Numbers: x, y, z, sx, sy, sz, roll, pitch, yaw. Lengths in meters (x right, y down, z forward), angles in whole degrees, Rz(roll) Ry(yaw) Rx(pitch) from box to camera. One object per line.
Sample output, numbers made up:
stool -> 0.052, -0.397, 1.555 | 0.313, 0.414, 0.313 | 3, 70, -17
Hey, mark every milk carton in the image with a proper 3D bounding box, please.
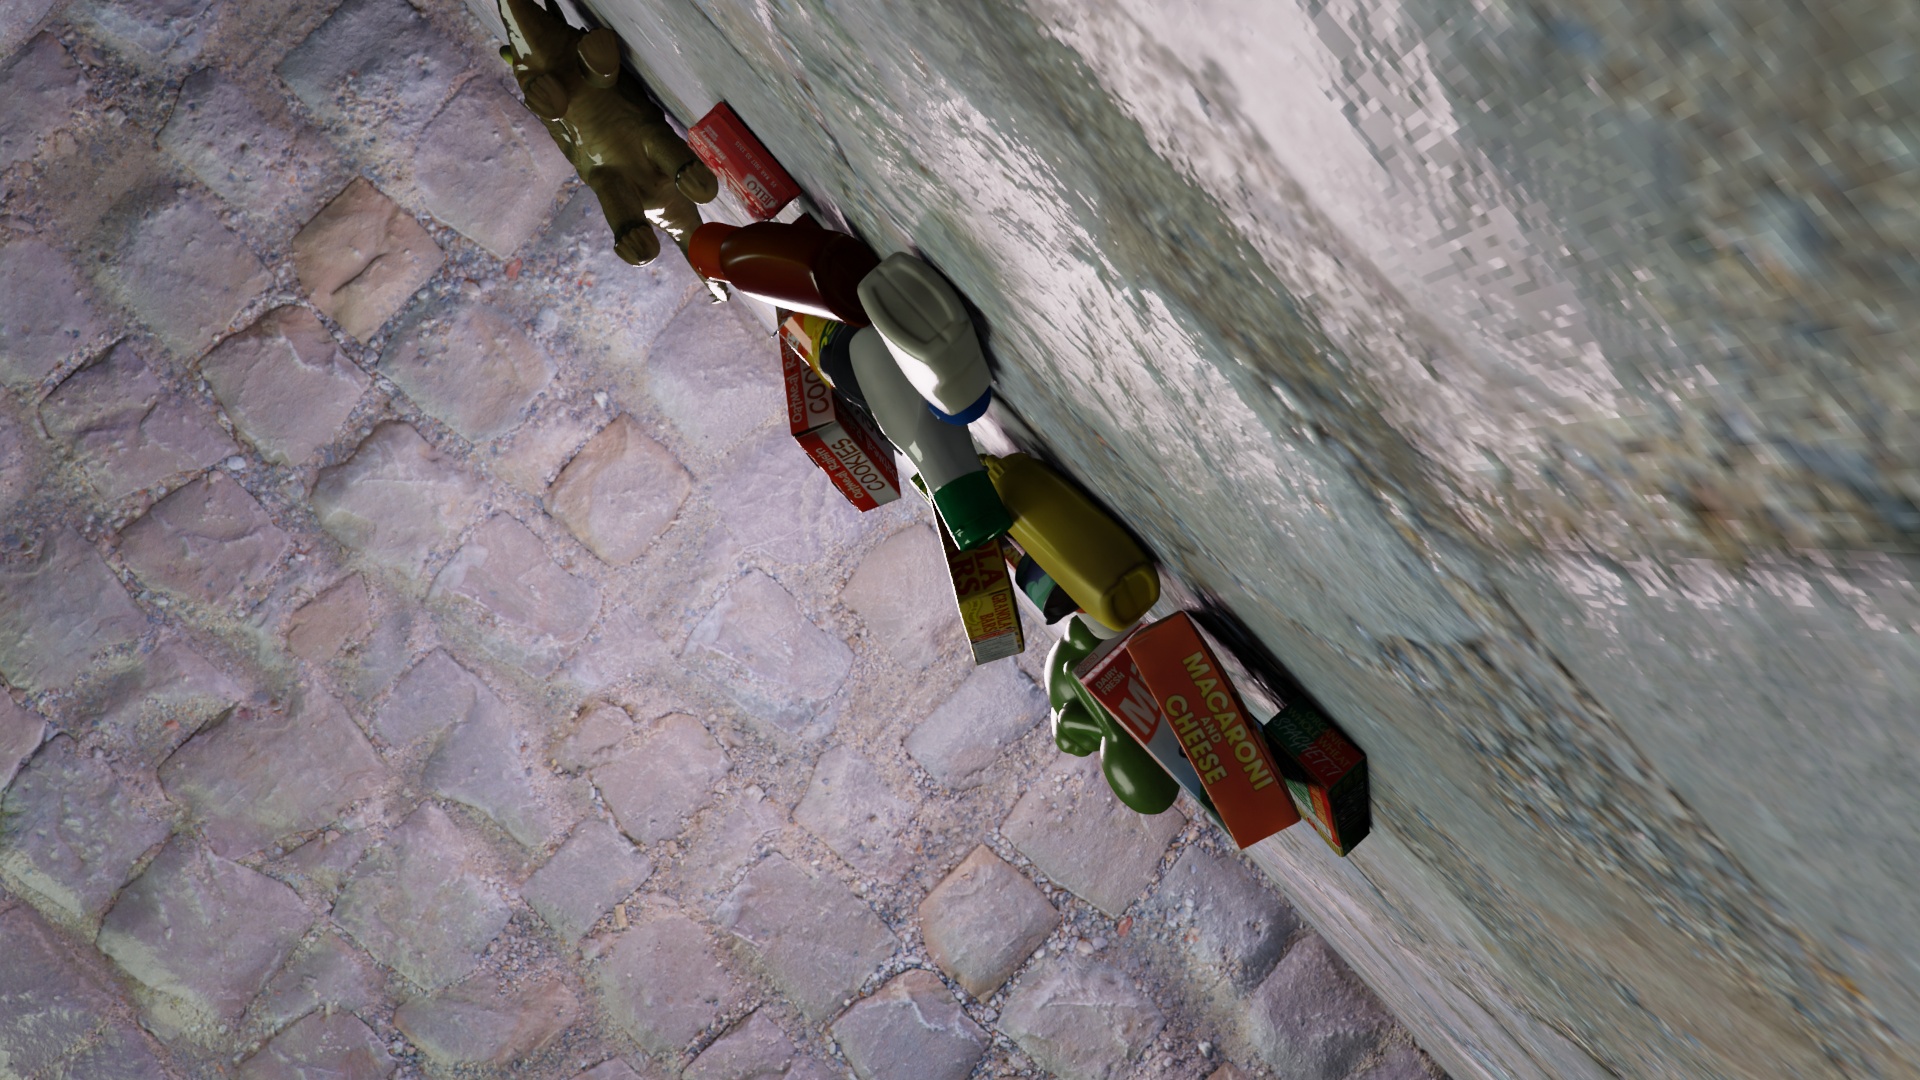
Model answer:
milk carton -> 0.165, 0.134, 1.067 | 0.191, 0.072, 0.073 | 46, 178, 41

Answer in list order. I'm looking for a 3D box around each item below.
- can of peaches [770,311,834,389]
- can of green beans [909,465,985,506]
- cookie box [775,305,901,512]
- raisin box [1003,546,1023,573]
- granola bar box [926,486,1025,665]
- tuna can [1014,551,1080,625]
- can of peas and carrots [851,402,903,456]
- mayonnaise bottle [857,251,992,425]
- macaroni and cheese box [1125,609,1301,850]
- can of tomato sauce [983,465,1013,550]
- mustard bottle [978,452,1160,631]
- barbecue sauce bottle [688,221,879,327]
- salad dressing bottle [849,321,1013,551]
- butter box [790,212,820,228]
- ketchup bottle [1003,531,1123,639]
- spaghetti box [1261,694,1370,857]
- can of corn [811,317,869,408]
can of peaches -> -0.089, -0.147, 0.982 | 0.058, 0.071, 0.071 | 47, 178, -9
can of green beans -> -0.004, -0.050, 1.258 | 0.071, 0.058, 0.071 | 47, 178, 3
cookie box -> -0.099, -0.122, 1.100 | 0.122, 0.040, 0.168 | 51, -156, -55
raisin box -> 0.064, 0.015, 1.372 | 0.123, 0.040, 0.086 | 48, 177, 22
granola bar box -> 0.003, -0.012, 0.963 | 0.123, 0.039, 0.166 | 75, 180, -65
tuna can -> 0.068, 0.019, 0.908 | 0.033, 0.071, 0.071 | 48, 178, 26
can of peas and carrots -> -0.046, -0.107, 1.026 | 0.071, 0.059, 0.071 | 48, 177, 3
mayonnaise bottle -> -0.012, -0.099, 0.740 | 0.065, 0.041, 0.148 | 48, 179, 15
macaroni and cheese box -> 0.142, 0.101, 0.795 | 0.124, 0.040, 0.166 | 61, -175, 6
can of tomato sauce -> 0.021, -0.024, 1.096 | 0.071, 0.071, 0.083 | 48, 178, -4
mustard bottle -> 0.056, -0.013, 0.851 | 0.161, 0.049, 0.065 | 47, 172, 36
barbecue sauce bottle -> -0.112, -0.169, 0.853 | 0.148, 0.044, 0.064 | 21, 163, 43
salad dressing bottle -> -0.017, -0.066, 0.841 | 0.064, 0.044, 0.148 | -39, 74, 50
butter box -> -0.121, -0.196, 0.963 | 0.024, 0.053, 0.103 | 50, 177, -10
ketchup bottle -> 0.081, 0.019, 1.038 | 0.148, 0.043, 0.065 | 48, -178, -38
spaghetti box -> 0.218, 0.147, 0.835 | 0.050, 0.029, 0.249 | 47, 178, 26
can of corn -> -0.063, -0.124, 0.905 | 0.071, 0.071, 0.058 | 48, 178, -24
